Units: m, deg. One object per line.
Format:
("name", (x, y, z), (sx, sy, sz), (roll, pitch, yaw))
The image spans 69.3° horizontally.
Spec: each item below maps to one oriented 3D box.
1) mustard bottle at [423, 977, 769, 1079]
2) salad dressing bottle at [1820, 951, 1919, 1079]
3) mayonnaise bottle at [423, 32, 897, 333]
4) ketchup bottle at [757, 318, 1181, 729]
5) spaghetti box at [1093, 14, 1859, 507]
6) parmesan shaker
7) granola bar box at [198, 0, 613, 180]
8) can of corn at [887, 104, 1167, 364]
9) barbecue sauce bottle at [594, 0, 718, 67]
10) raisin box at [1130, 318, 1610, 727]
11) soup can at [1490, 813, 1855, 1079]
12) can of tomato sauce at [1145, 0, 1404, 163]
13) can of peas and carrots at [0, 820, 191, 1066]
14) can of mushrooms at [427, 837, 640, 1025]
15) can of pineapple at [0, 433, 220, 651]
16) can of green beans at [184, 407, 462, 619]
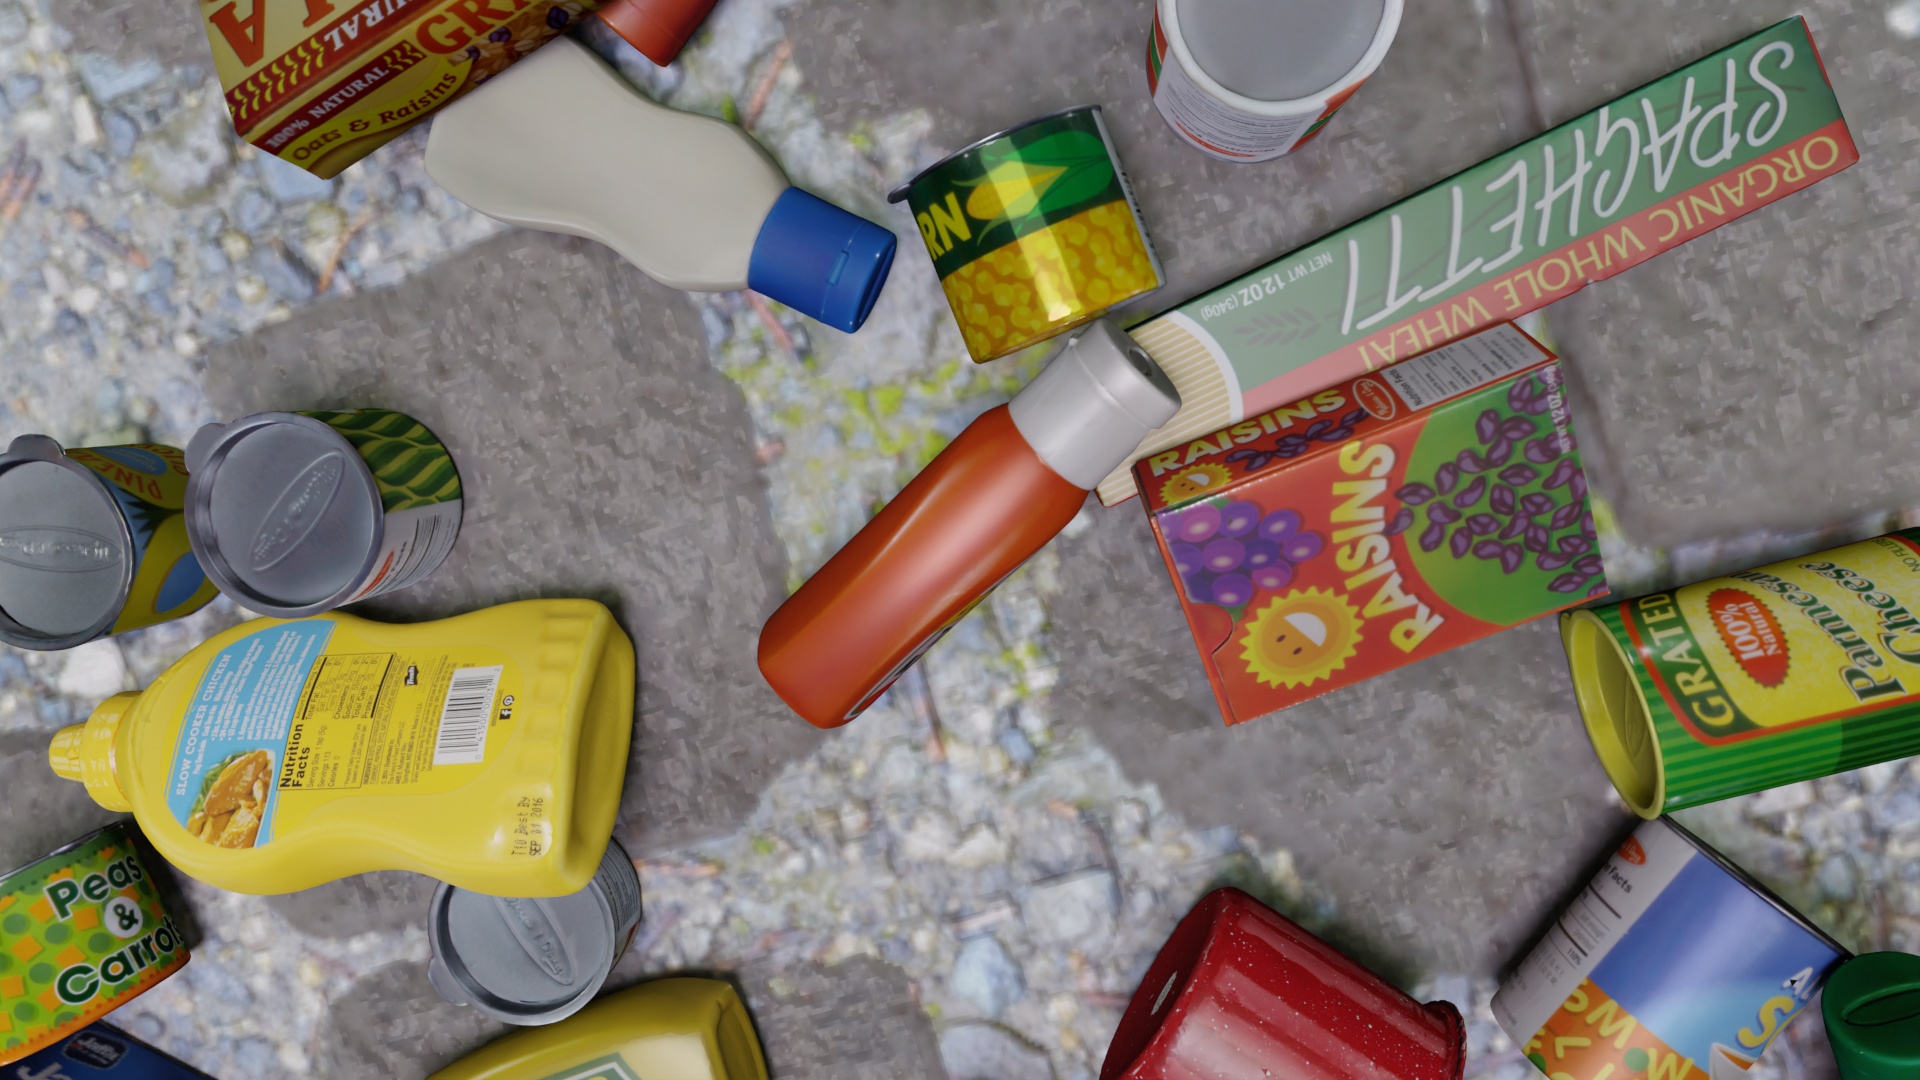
("mustard bottle", (-0.149, 0.203, 0.486), (0.160, 0.049, 0.065), (-19, 96, 7))
("salad dressing bottle", (0.290, 0.182, 0.414), (0.064, 0.044, 0.147), (-24, 118, 15))
("mayonnaise bottle", (-0.095, -0.113, 0.452), (0.148, 0.041, 0.064), (25, 97, 2))
("ketchup bottle", (0.002, -0.005, 0.428), (0.043, 0.065, 0.148), (45, 110, -4))
("spaghetti box", (0.147, -0.084, 0.436), (0.250, 0.029, 0.050), (-25, 94, 8))
("parmesan shaker", (0.248, 0.037, 0.422), (0.103, 0.071, 0.071), (-16, 95, 7))
("granola bar box", (-0.158, -0.204, 0.421), (0.165, 0.039, 0.124), (-26, 74, 14))
("can of corn", (0.021, -0.092, 0.428), (0.071, 0.071, 0.058), (-22, 94, 8))
("barbecue sauce bottle", (-0.061, -0.218, 0.435), (0.065, 0.044, 0.148), (43, 99, 10))
("raisin box", (0.125, -0.003, 0.427), (0.123, 0.040, 0.085), (-21, 119, 8))
("soup can", (0.221, 0.138, 0.433), (0.071, 0.071, 0.083), (36, 99, 1))
("can of tomato sauce", (0.089, -0.152, 0.407), (0.071, 0.083, 0.071), (1, 97, 6))
("can of peas and carrots", (-0.315, 0.139, 0.487), (0.071, 0.071, 0.058), (-25, 94, 8))
("can of mushrooms", (-0.150, 0.132, 0.487), (0.071, 0.033, 0.071), (1, 97, 5))
("can of pineapple", (-0.294, -0.001, 0.474), (0.071, 0.058, 0.071), (1, 96, 5))
("can of green beans", (-0.210, -0.011, 0.465), (0.071, 0.058, 0.071), (1, 97, 6))
